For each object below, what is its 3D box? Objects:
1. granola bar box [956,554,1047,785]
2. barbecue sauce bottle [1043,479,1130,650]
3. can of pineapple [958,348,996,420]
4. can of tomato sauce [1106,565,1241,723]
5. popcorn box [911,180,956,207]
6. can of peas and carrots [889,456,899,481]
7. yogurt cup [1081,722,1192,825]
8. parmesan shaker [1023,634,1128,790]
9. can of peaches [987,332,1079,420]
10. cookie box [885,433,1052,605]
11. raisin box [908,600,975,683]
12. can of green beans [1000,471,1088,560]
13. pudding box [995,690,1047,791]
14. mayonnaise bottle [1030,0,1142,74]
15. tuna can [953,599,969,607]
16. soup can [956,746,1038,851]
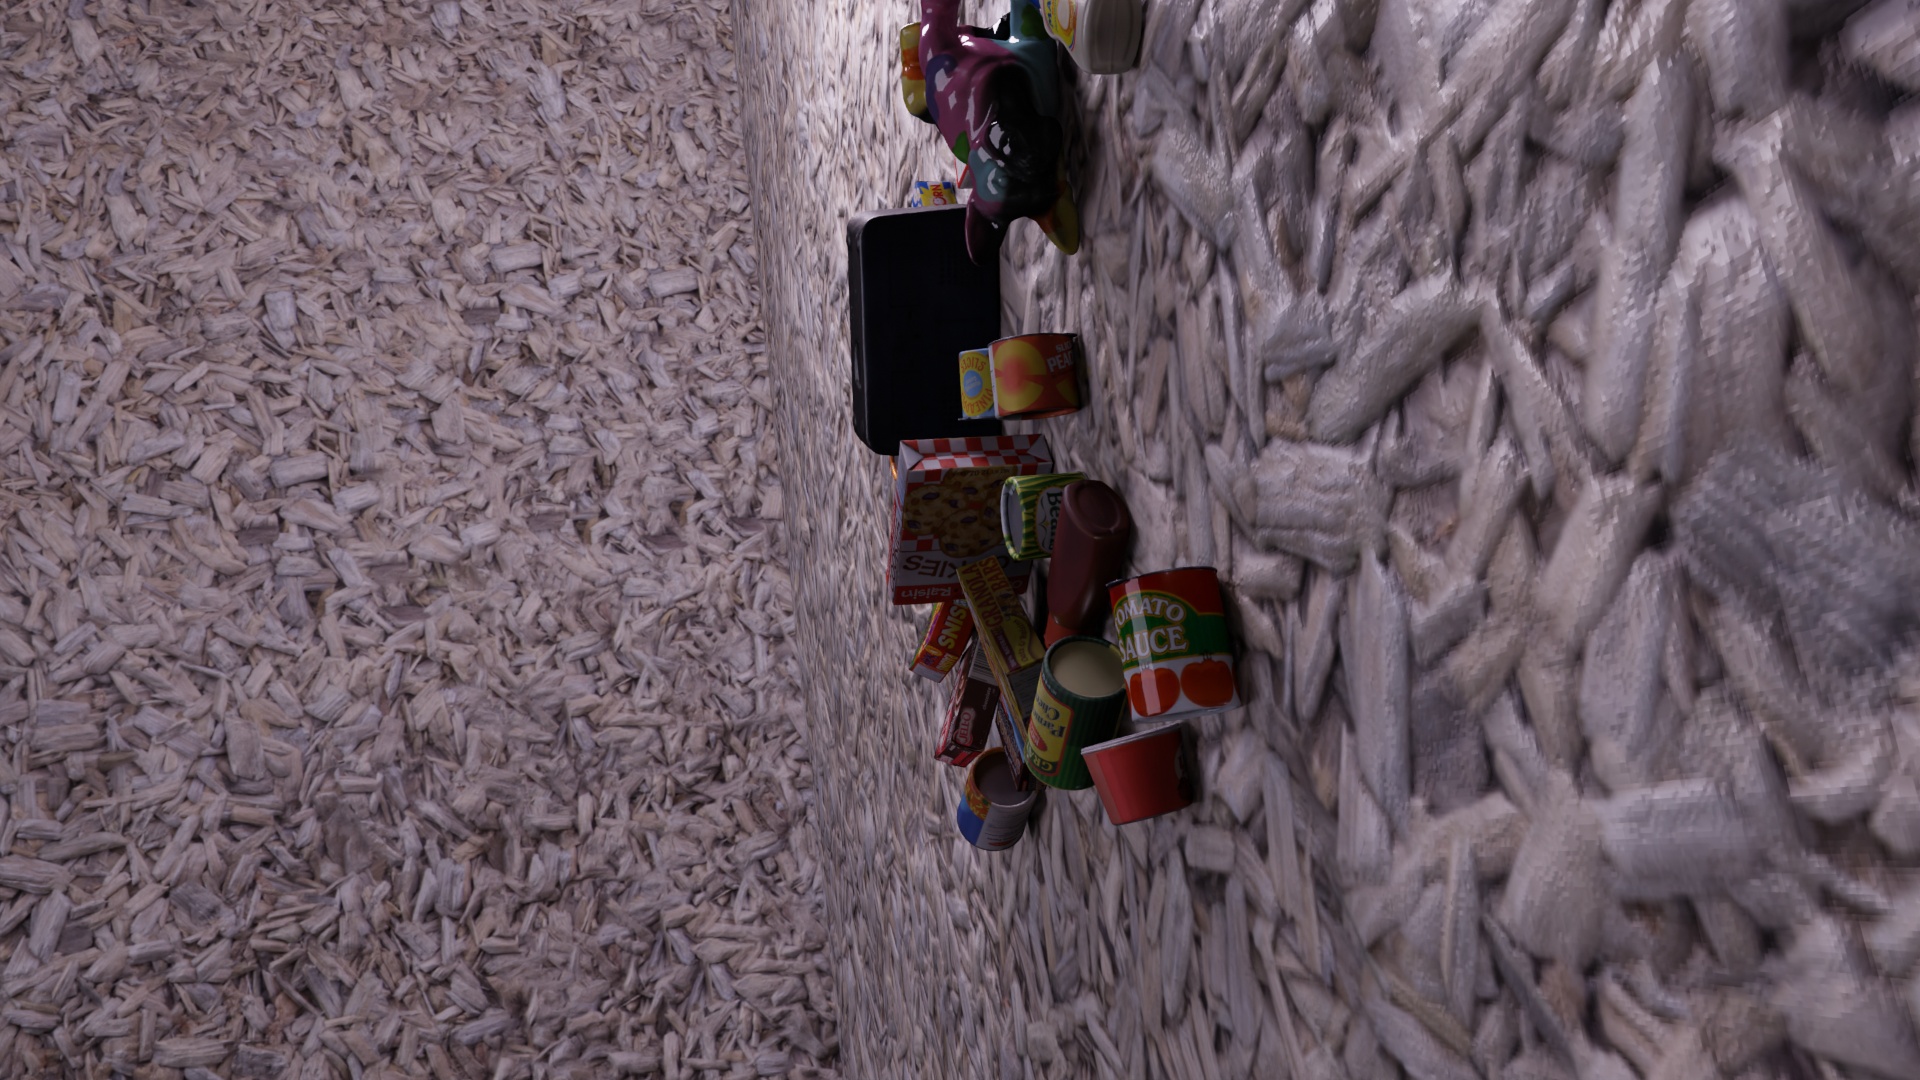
[{"bbox_3d":[0.049,0.105,1.161,0.166,0.039,0.123,-116,6,-58],"label":"granola bar box"},{"bbox_3d":[0.089,0.028,1.029,0.147,0.044,0.065,97,157,-44],"label":"barbecue sauce bottle"},{"bbox_3d":[0.031,-0.131,1.162,0.071,0.071,0.058,-169,75,-76],"label":"can of pineapple"},{"bbox_3d":[0.126,0.063,0.827,0.071,0.071,0.083,129,134,-71],"label":"can of tomato sauce"},{"bbox_3d":[-0.022,-0.287,1.398,0.084,0.038,0.127,104,157,-57],"label":"popcorn box"},{"bbox_3d":[-0.044,-0.096,1.513,0.071,0.059,0.071,177,88,-77],"label":"can of peas and carrots"},{"bbox_3d":[0.118,0.154,0.910,0.072,0.072,0.054,134,122,-72],"label":"yogurt cup"},{"bbox_3d":[0.085,0.125,1.028,0.071,0.071,0.102,-109,19,-45],"label":"parmesan shaker"},{"bbox_3d":[0.058,-0.125,1.063,0.071,0.071,0.058,164,100,-76],"label":"can of peaches"},{"bbox_3d":[0.004,-0.015,1.197,0.166,0.123,0.040,99,161,-45],"label":"cookie box"},{"bbox_3d":[-0.012,0.089,1.414,0.123,0.040,0.086,121,172,-69],"label":"raisin box"},{"bbox_3d":[0.067,-0.019,1.073,0.071,0.058,0.071,177,89,-76],"label":"can of green beans"},{"bbox_3d":[0.057,0.177,1.244,0.084,0.030,0.049,-108,20,-44],"label":"pudding box"},{"bbox_3d":[0.079,-0.363,0.938,0.149,0.041,0.064,-115,22,-54],"label":"mayonnaise bottle"},{"bbox_3d":[0.014,0.030,1.293,0.032,0.071,0.071,102,159,-54],"label":"tuna can"},{"bbox_3d":[0.034,0.236,1.283,0.083,0.071,0.071,103,158,-50],"label":"soup can"}]
